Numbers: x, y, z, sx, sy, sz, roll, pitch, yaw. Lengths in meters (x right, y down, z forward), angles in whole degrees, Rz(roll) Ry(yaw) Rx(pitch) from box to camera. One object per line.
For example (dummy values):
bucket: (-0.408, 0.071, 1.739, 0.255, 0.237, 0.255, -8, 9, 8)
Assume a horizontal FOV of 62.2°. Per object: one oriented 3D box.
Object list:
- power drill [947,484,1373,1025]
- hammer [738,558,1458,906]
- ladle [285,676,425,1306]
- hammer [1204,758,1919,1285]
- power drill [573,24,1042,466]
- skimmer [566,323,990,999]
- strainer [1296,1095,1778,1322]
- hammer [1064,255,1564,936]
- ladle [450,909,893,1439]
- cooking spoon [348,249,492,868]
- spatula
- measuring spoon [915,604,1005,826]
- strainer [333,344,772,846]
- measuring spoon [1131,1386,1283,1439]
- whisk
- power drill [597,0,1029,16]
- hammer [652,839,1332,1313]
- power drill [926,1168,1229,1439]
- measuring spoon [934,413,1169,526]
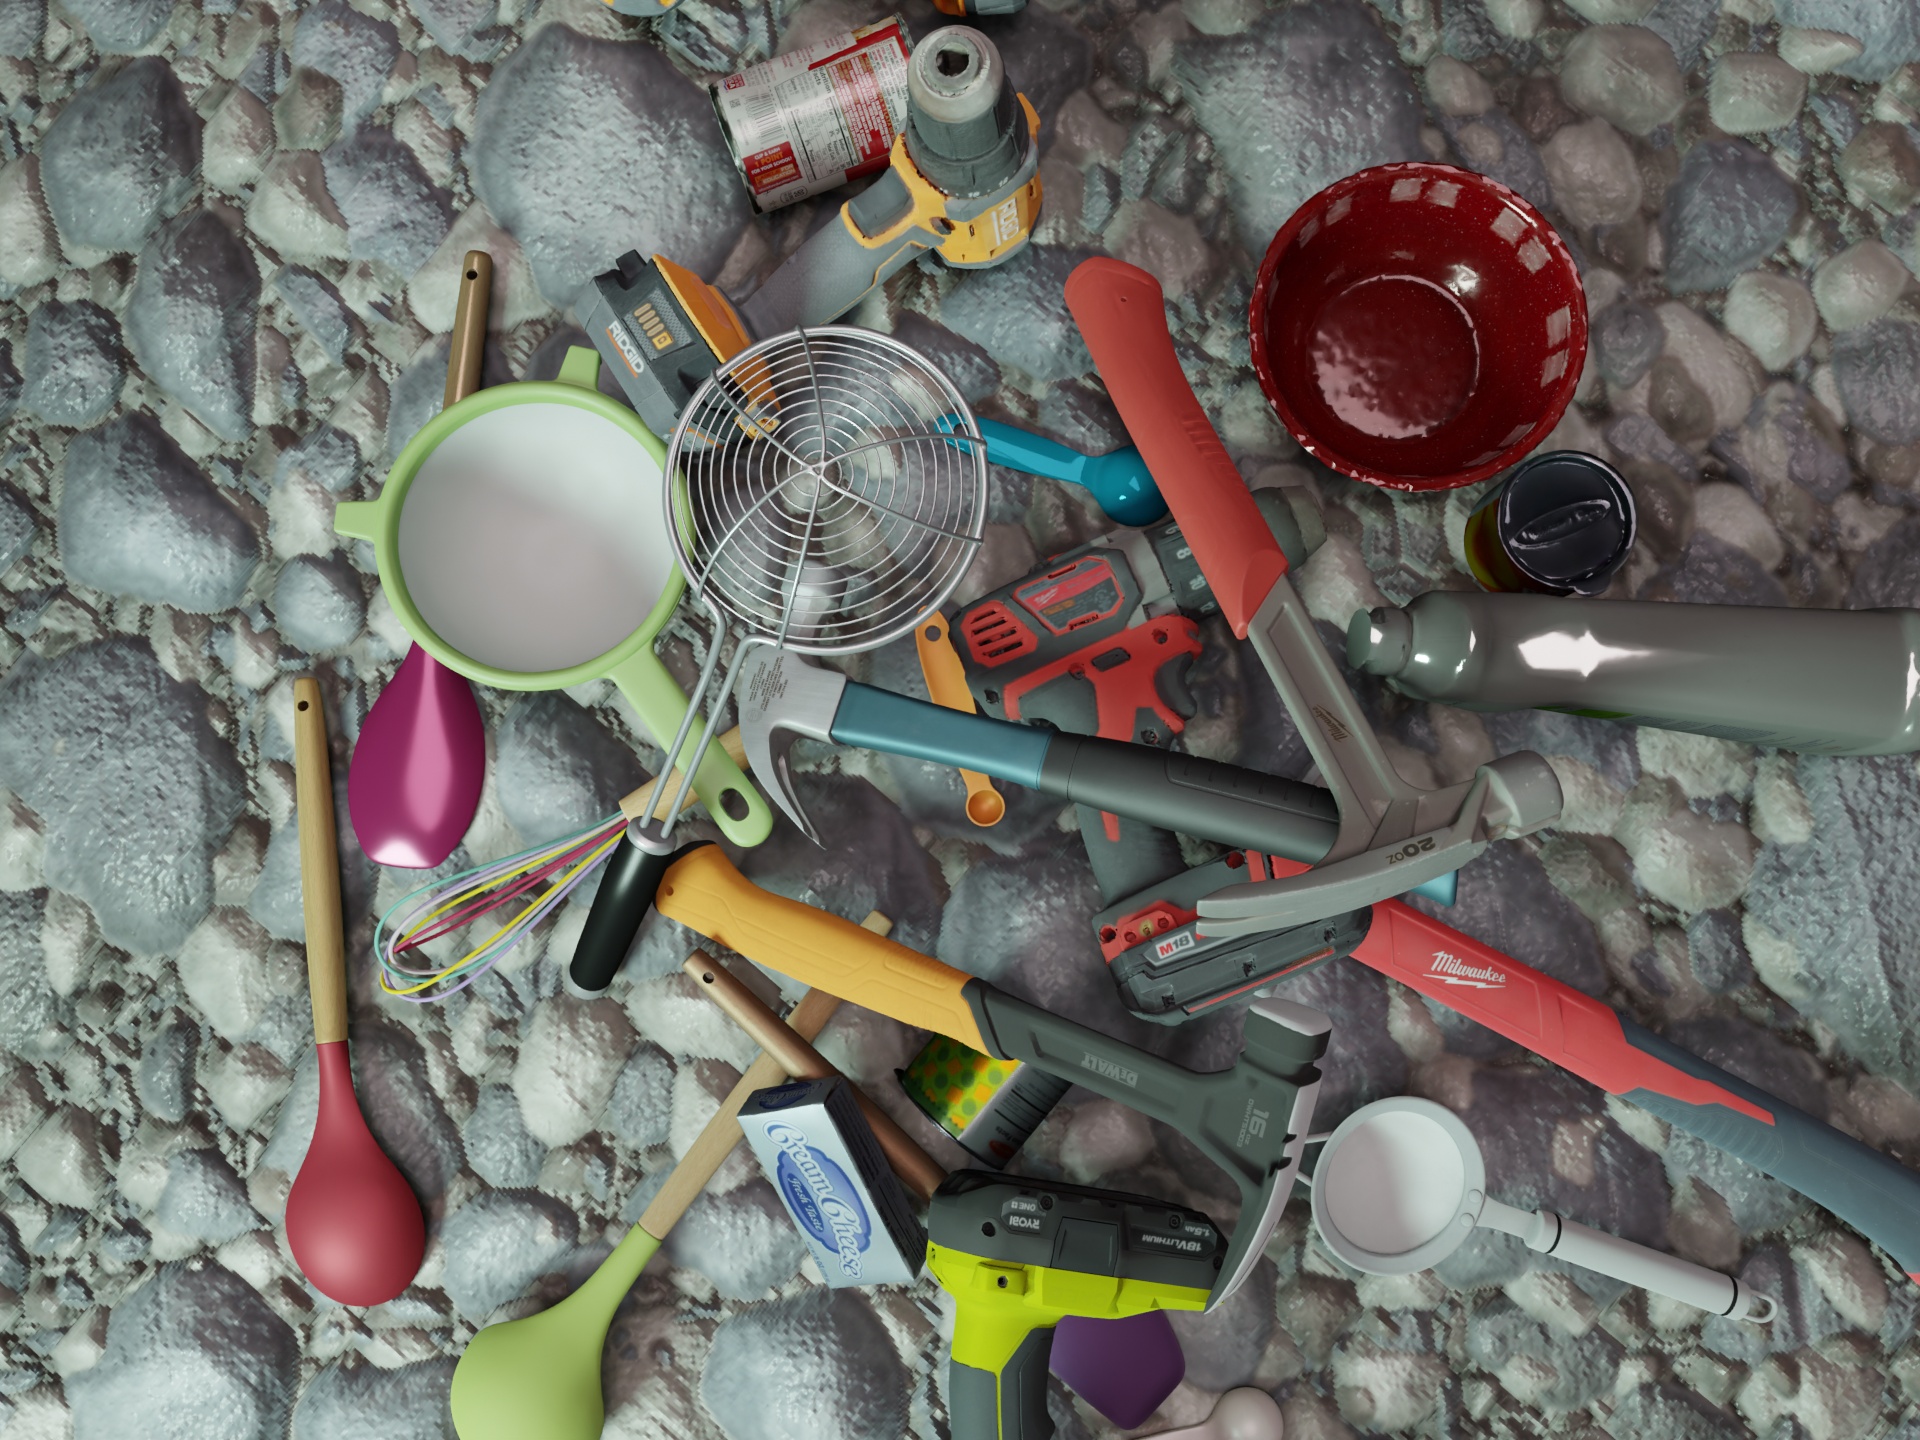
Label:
power drill: (0.114, 0.008, 0.741, 0.188, 0.080, 0.227, -24, 70, 6)
hammer: (0.052, 0.019, 0.697, 0.331, 0.033, 0.128, 13, 75, 19)
ladle: (-0.314, 0.134, 0.794, 0.069, 0.031, 0.315, -8, 83, 2)
hammer: (0.319, 0.145, 0.761, 0.386, 0.038, 0.143, 27, 85, 4)
power drill: (-0.062, -0.219, 0.735, 0.226, 0.185, 0.084, -33, 87, 2)
skimmer: (-0.104, -0.003, 0.698, 0.127, 0.090, 0.363, 32, 130, 1)
strainer: (0.267, 0.240, 0.755, 0.258, 0.050, 0.087, 20, 92, -2)
hammer: (0.110, -0.077, 0.703, 0.149, 0.036, 0.359, -18, 56, -5)
ladle: (-0.133, 0.225, 0.777, 0.078, 0.062, 0.320, 36, 81, 6)
cooking spoon: (-0.265, -0.084, 0.812, 0.069, 0.017, 0.319, 6, 86, 1)
spatula: (-0.013, 0.219, 0.763, 0.316, 0.018, 0.060, 43, 87, -3)
measuring spoon: (-0.001, -0.003, 0.801, 0.021, 0.011, 0.117, -17, 81, 0)
strainer: (-0.171, -0.043, 0.781, 0.151, 0.069, 0.256, -36, 88, -6)
measuring spoon: (0.096, 0.354, 0.762, 0.124, 0.018, 0.034, -20, 85, 1)
whisk: (-0.184, 0.058, 0.788, 0.245, 0.047, 0.051, -33, 97, -5)
power drill: (-0.074, -0.436, 0.800, 0.226, 0.084, 0.164, 4, 71, 6)
hammer: (-0.008, 0.132, 0.709, 0.337, 0.034, 0.127, 18, 100, 30)
power drill: (0.045, 0.324, 0.706, 0.171, 0.080, 0.223, 12, 78, -11)
measuring spoon: (0.048, -0.133, 0.801, 0.128, 0.021, 0.042, 18, 86, 2)
